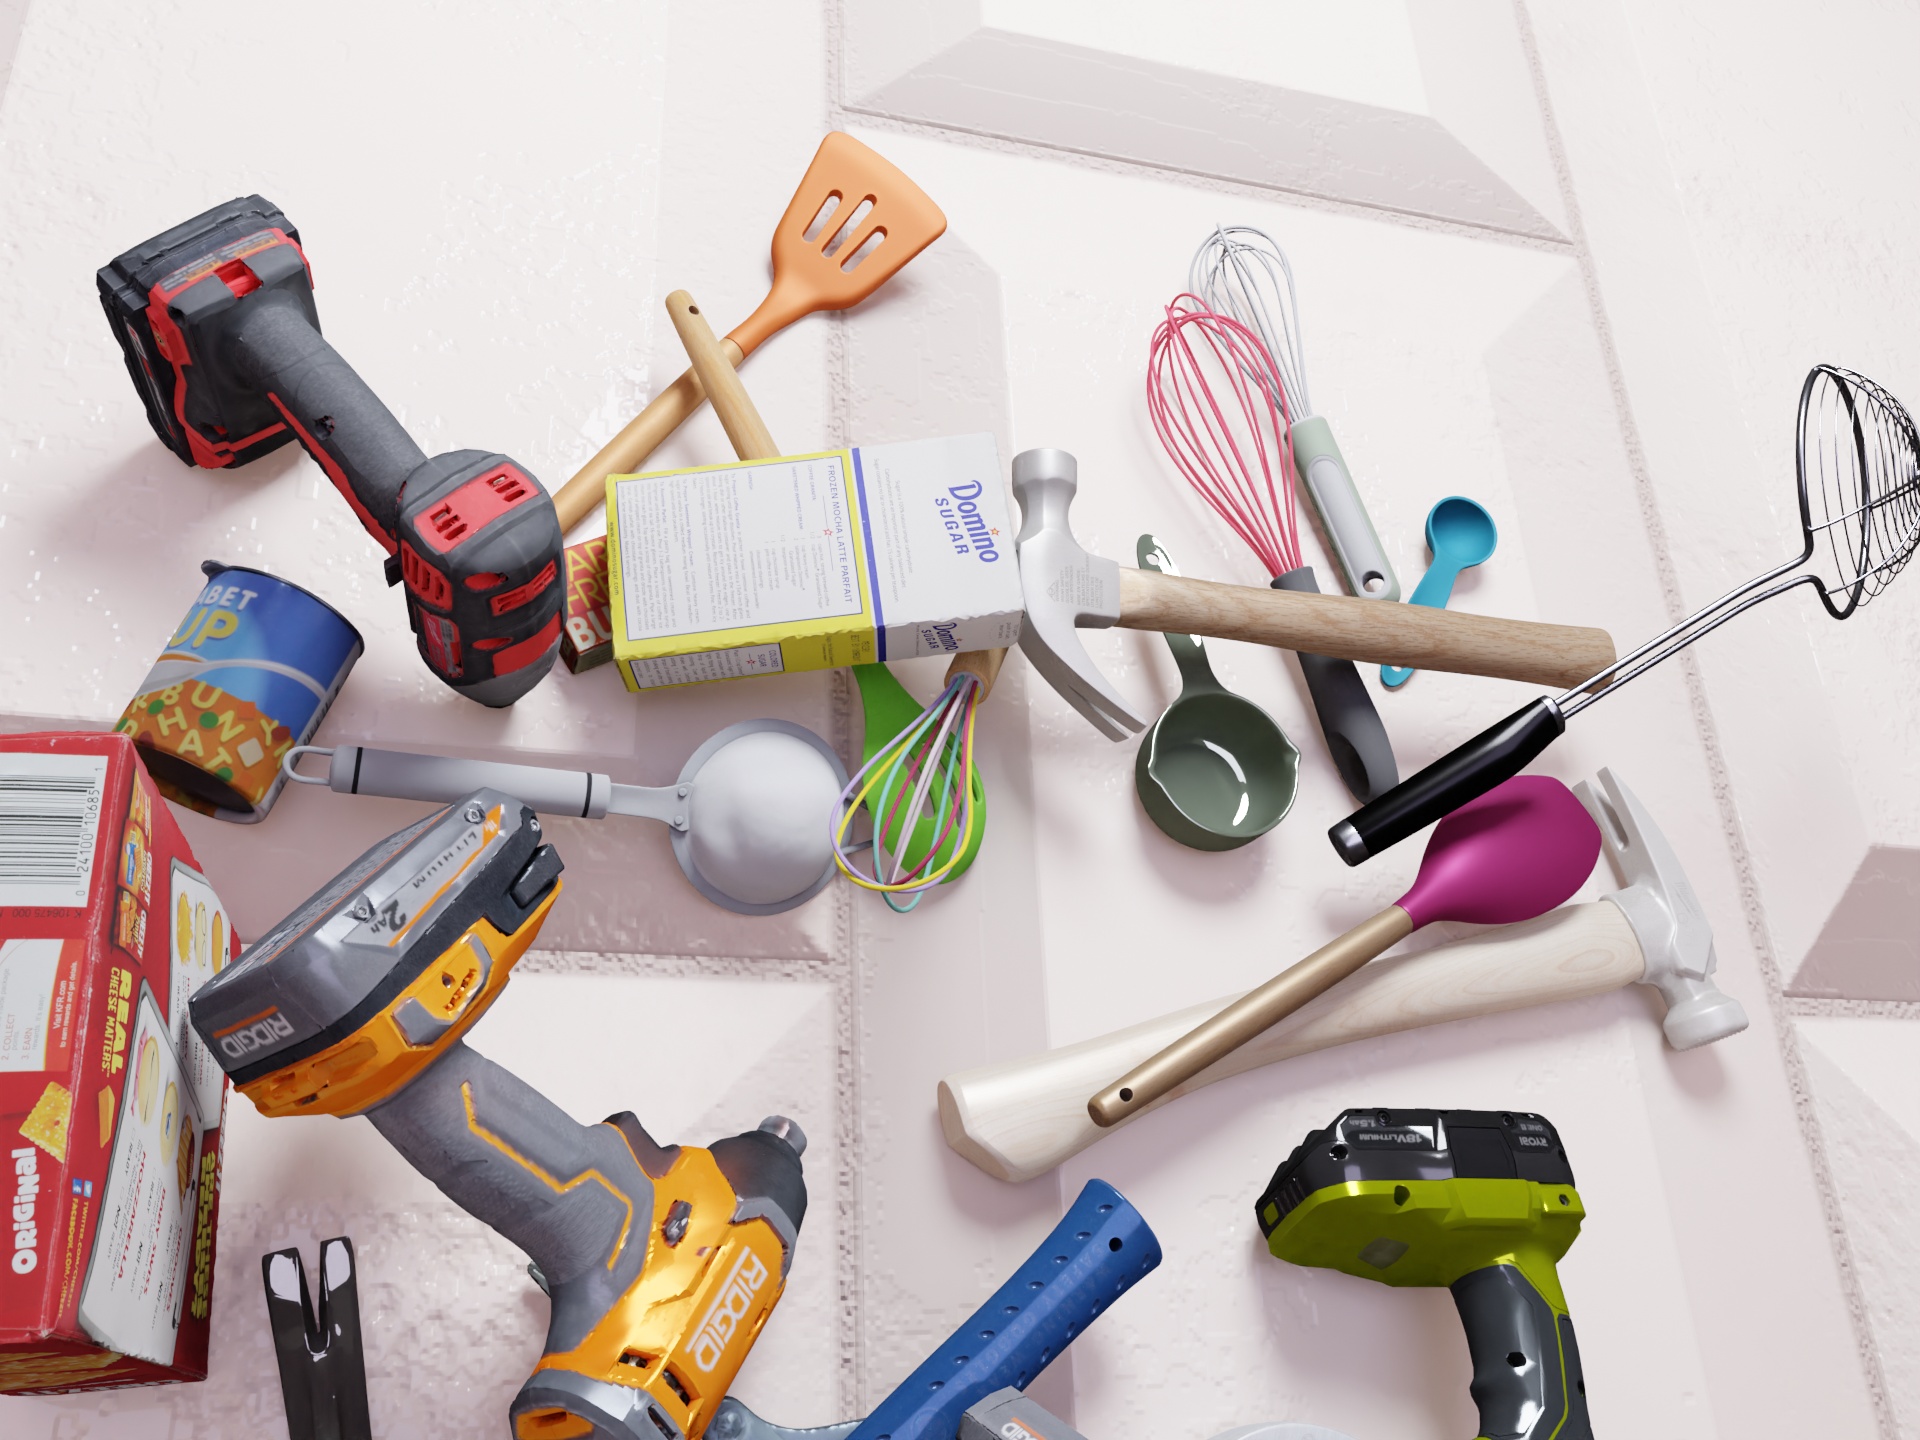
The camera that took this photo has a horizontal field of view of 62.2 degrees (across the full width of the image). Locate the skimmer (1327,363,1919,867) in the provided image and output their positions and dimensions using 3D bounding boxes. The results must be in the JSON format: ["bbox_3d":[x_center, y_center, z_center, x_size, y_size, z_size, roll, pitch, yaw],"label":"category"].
[{"bbox_3d":[0.327,-0.045,0.788,0.363,0.090,0.127,-32,118,-1],"label":"skimmer"}]

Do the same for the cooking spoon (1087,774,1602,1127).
[{"bbox_3d":[0.184,0.102,0.727,0.319,0.017,0.069,-25,71,-26],"label":"cooking spoon"}]

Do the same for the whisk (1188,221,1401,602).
[{"bbox_3d":[0.188,-0.170,0.881,0.058,0.059,0.246,-24,76,14],"label":"whisk"}]

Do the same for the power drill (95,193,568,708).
[{"bbox_3d":[-0.248,-0.100,0.662,0.220,0.143,0.078,43,62,12],"label":"power drill"}]

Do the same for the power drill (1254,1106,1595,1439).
[{"bbox_3d":[0.193,0.274,0.621,0.190,0.080,0.229,5,48,-15],"label":"power drill"}]

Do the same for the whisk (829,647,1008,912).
[{"bbox_3d":[0.001,-0.002,0.703,0.051,0.047,0.245,57,31,-23],"label":"whisk"}]

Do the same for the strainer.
[{"bbox_3d":[-0.144,0.034,0.664,0.258,0.050,0.087,8,88,-20],"label":"strainer"}]

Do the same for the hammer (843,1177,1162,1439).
[{"bbox_3d":[-0.076,0.317,0.558,0.405,0.035,0.144,-37,81,-24],"label":"hammer"}]

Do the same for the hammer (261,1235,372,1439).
[{"bbox_3d":[-0.171,0.200,0.412,0.036,0.359,0.149,-8,72,-22],"label":"hammer"}]

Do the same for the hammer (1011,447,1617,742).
[{"bbox_3d":[0.179,-0.044,0.776,0.331,0.031,0.130,6,74,-18],"label":"hammer"}]

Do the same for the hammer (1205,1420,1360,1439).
[{"bbox_3d":[0.081,0.417,0.578,0.128,0.033,0.331,33,61,-2],"label":"hammer"}]

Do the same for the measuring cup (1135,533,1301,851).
[{"bbox_3d":[0.110,-0.013,0.788,0.083,0.038,0.168,-7,66,-20],"label":"measuring cup"}]

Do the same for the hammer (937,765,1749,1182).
[{"bbox_3d":[0.181,0.124,0.746,0.410,0.038,0.146,-10,68,-21],"label":"hammer"}]

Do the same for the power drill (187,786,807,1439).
[{"bbox_3d":[-0.142,0.141,0.570,0.226,0.084,0.164,57,32,-14],"label":"power drill"}]

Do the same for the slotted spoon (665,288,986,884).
[{"bbox_3d":[-0.067,-0.070,0.743,0.070,0.031,0.314,-17,75,-45],"label":"slotted spoon"}]

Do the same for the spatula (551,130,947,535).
[{"bbox_3d":[-0.126,-0.174,0.785,0.081,0.041,0.323,39,62,-2],"label":"spatula"}]

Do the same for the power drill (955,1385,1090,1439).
[{"bbox_3d":[-0.015,0.338,0.512,0.185,0.084,0.226,47,68,-26],"label":"power drill"}]

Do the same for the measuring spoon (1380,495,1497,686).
[{"bbox_3d":[0.256,-0.068,0.875,0.042,0.021,0.129,32,70,-2],"label":"measuring spoon"}]

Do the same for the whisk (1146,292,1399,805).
[{"bbox_3d":[0.166,-0.093,0.831,0.073,0.073,0.296,-14,76,-23],"label":"whisk"}]
